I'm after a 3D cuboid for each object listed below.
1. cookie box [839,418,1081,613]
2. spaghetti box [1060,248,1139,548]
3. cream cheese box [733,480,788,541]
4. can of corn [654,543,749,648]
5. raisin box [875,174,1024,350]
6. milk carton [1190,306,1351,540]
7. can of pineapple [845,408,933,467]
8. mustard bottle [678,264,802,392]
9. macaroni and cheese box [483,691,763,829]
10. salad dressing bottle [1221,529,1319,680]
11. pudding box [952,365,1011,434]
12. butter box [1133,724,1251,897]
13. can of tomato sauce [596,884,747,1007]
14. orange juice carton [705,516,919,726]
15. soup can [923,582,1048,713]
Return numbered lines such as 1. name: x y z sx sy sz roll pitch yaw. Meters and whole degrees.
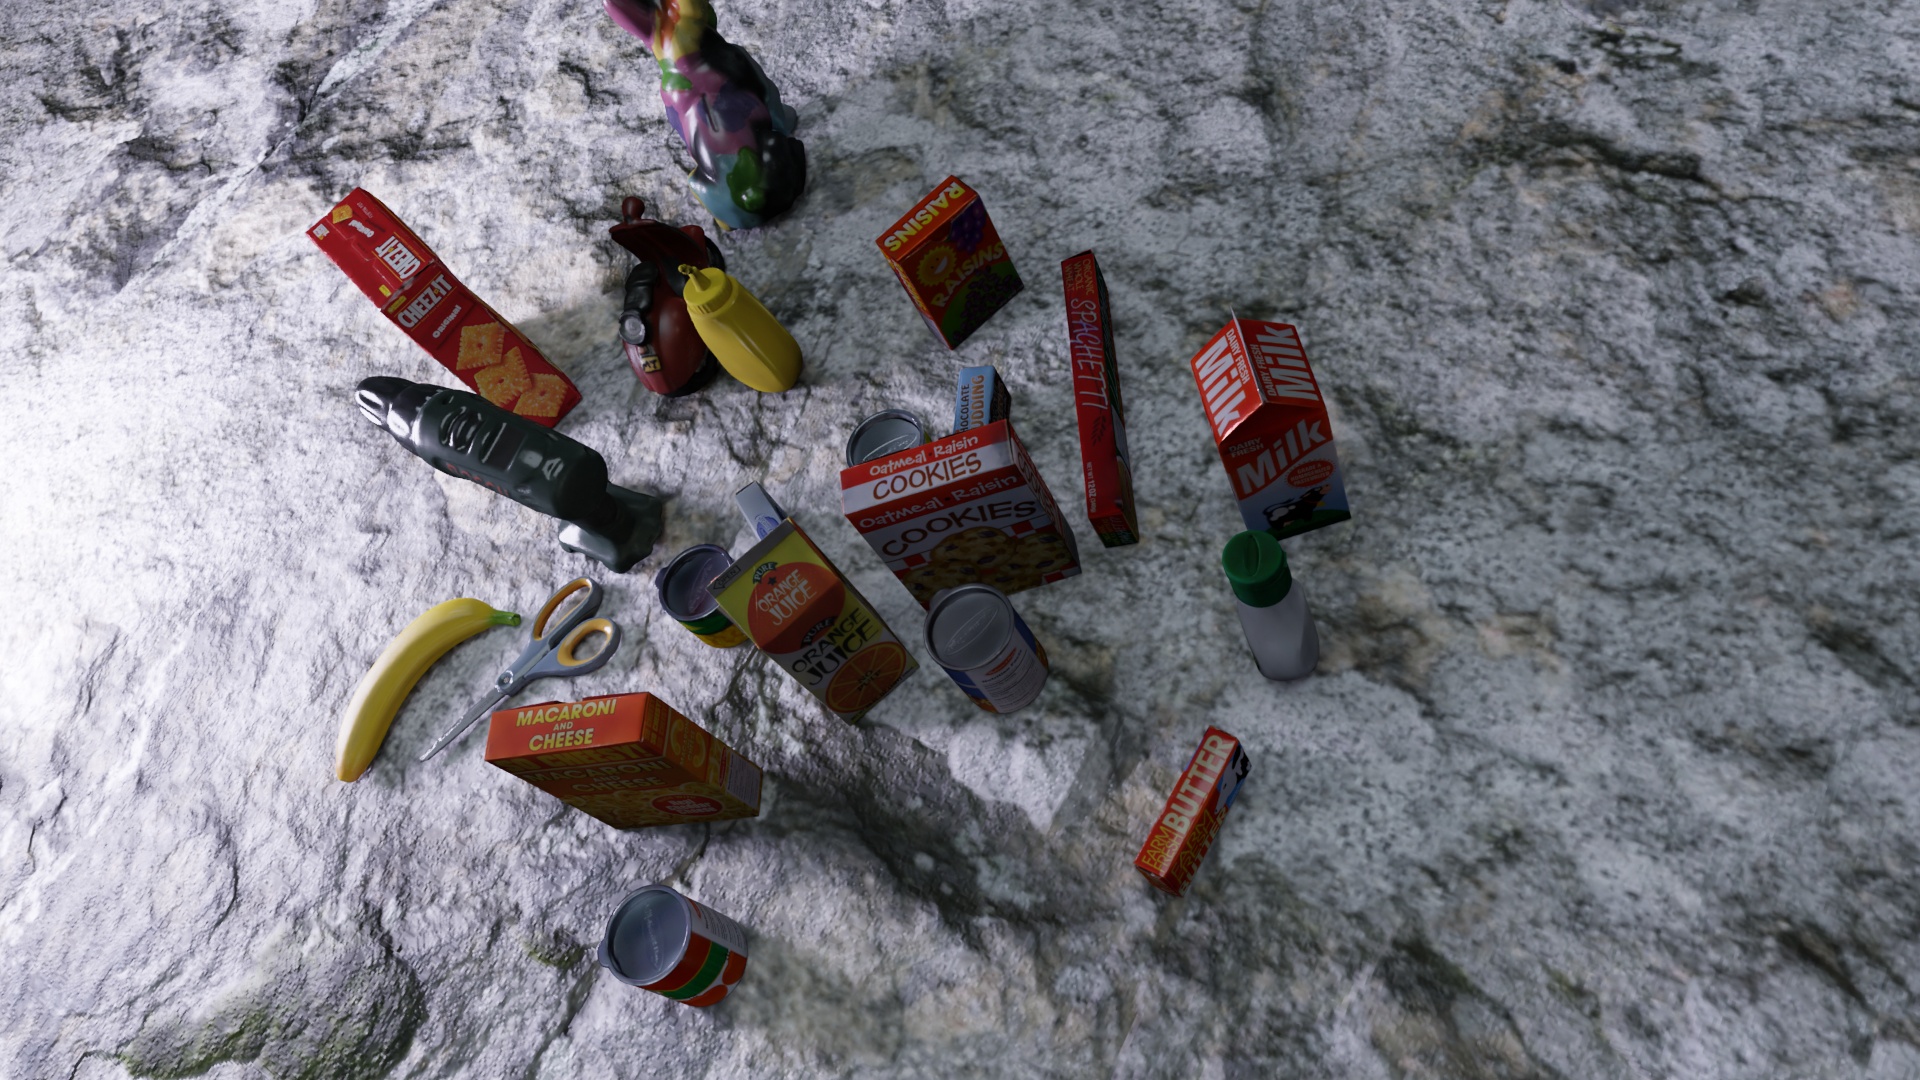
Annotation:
1. cookie box: 0.004 -0.012 0.985 0.123 0.167 0.040 -17 57 13
2. spaghetti box: 0.107 -0.113 1.072 0.028 0.050 0.251 -12 58 16
3. cream cheese box: -0.139 0.003 1.103 0.024 0.053 0.104 -37 55 0
4. can of corn: -0.198 0.045 1.100 0.071 0.058 0.071 -10 59 17
5. raisin box: -0.007 -0.225 1.137 0.086 0.123 0.040 -41 55 -4
6. milk carton: 0.206 -0.075 0.925 0.073 0.190 0.072 -19 57 12
7. can of pineapple: -0.050 -0.060 1.100 0.071 0.057 0.071 -10 59 17
8. mustard bottle: -0.190 -0.184 1.165 0.065 0.159 0.049 10 67 26
9. macaroni and cheese box: -0.234 0.159 0.984 0.123 0.166 0.040 -9 60 17
10. salad dressing bottle: 0.198 0.042 0.888 0.044 0.147 0.064 -5 61 19
11. pudding box: 0.016 -0.091 1.096 0.030 0.049 0.084 -4 61 20
12. butter box: 0.150 0.174 0.889 0.024 0.053 0.104 23 73 31
13. can of tomato sauce: -0.195 0.280 0.950 0.071 0.083 0.071 -10 59 17
14. orange juice carton: -0.107 0.052 0.978 0.072 0.192 0.073 -41 55 -3
15. soup can: 0.018 0.075 0.980 0.071 0.083 0.071 -10 59 17
